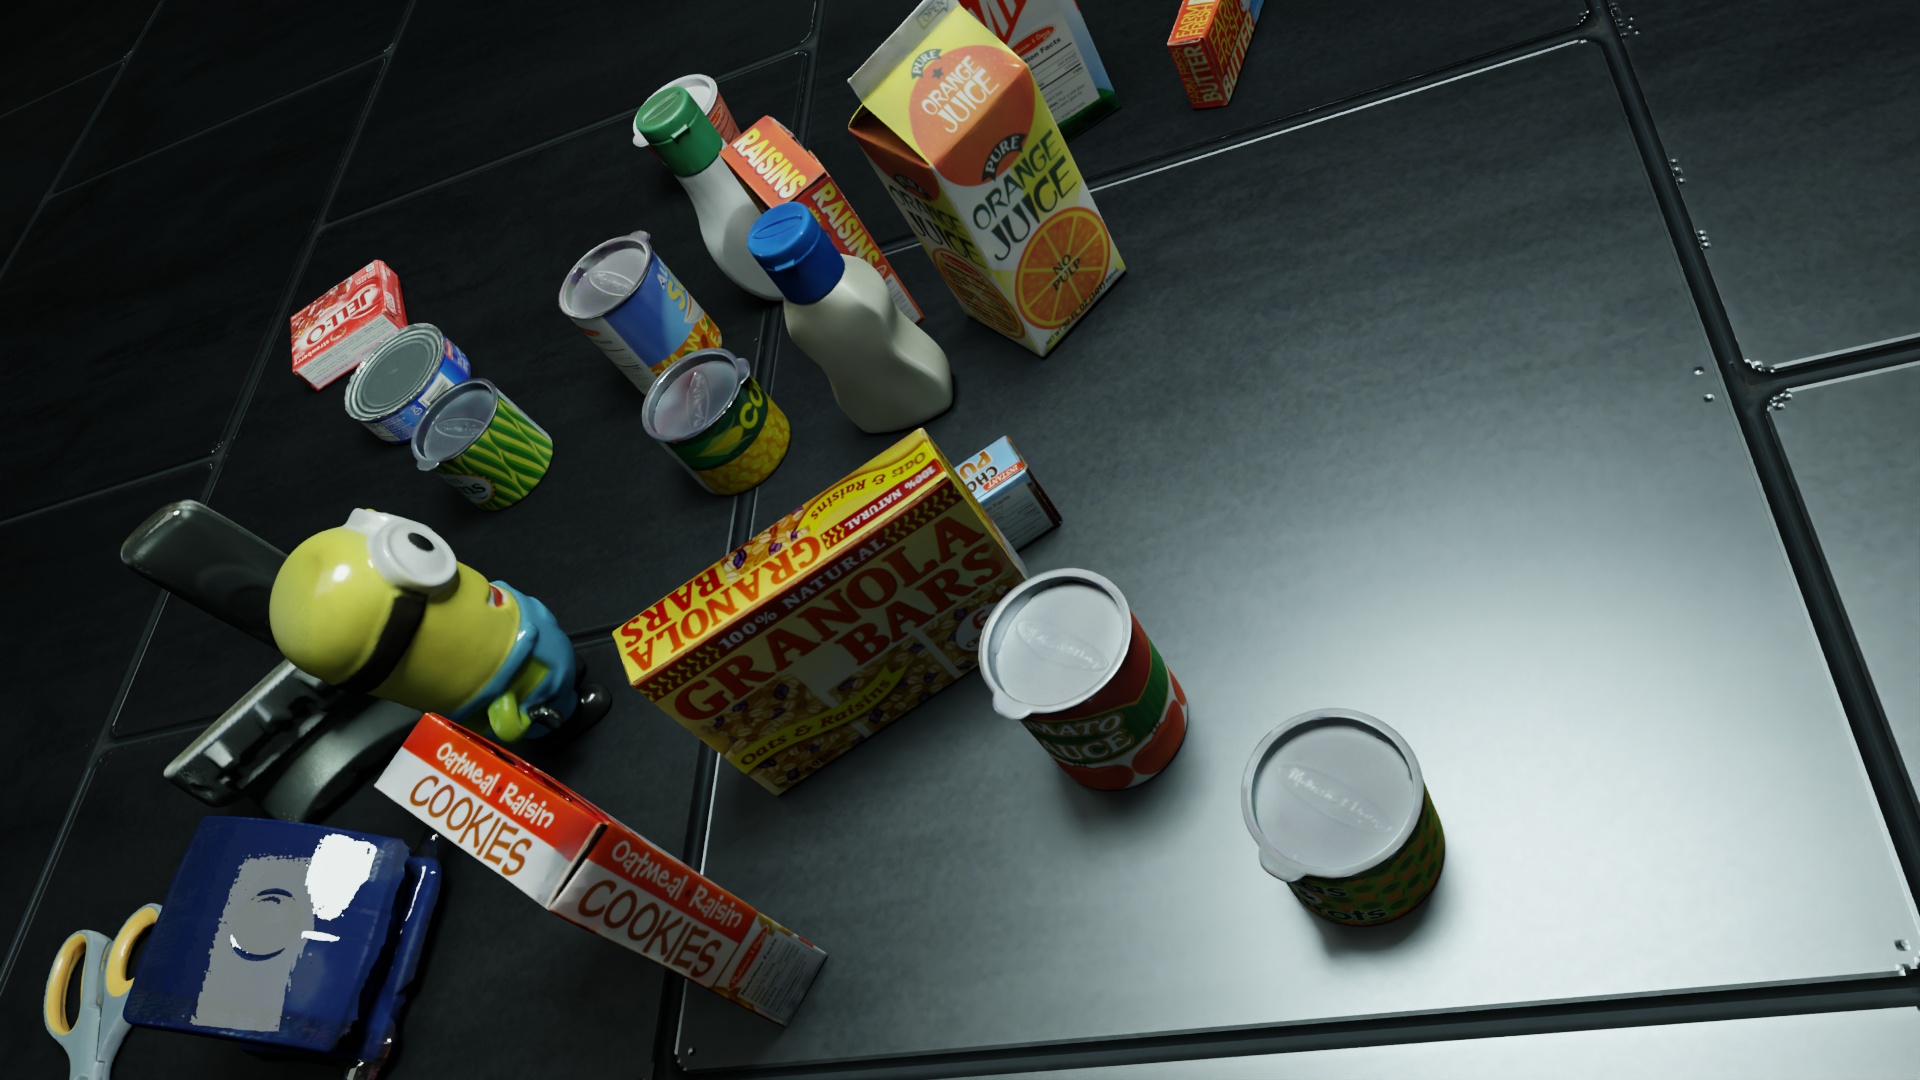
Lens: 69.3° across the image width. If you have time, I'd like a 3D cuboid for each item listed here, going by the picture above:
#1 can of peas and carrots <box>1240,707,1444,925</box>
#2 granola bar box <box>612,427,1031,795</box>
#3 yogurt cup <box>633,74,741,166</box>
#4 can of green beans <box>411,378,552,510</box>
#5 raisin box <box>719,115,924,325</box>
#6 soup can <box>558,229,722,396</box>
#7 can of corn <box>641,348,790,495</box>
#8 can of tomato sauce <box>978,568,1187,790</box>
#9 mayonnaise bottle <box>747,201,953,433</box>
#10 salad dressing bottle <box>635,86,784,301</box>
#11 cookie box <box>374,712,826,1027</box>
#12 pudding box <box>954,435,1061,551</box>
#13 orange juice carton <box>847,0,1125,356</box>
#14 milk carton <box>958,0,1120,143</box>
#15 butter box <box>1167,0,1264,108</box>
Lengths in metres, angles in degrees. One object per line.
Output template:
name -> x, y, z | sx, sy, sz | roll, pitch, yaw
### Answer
can of peas and carrots -> 0.145, 0.108, 0.527 | 0.071, 0.058, 0.071 | -14, 52, 20
granola bar box -> -0.054, 0.038, 0.641 | 0.165, 0.124, 0.039 | -34, 48, 4
yogurt cup -> -0.191, -0.291, 0.995 | 0.072, 0.053, 0.073 | -14, 52, 20
can of green beans -> -0.306, -0.061, 0.892 | 0.071, 0.057, 0.071 | -14, 52, 20
raisin box -> -0.079, -0.177, 0.807 | 0.040, 0.123, 0.086 | -39, 48, -1
soup can -> -0.197, -0.141, 0.872 | 0.071, 0.083, 0.072 | -14, 52, 20
can of corn -> -0.139, -0.069, 0.807 | 0.071, 0.058, 0.071 | -14, 52, 20
can of tomato sauce -> 0.054, 0.063, 0.593 | 0.071, 0.083, 0.071 | -14, 52, 20
mayonnaise bottle -> -0.059, -0.116, 0.737 | 0.064, 0.147, 0.041 | -15, 52, 19
salad dressing bottle -> -0.141, -0.209, 0.848 | 0.064, 0.147, 0.044 | -38, 48, 0
cookie box -> -0.148, 0.141, 0.590 | 0.123, 0.167, 0.040 | 18, 68, 36
pudding box -> 0.002, -0.009, 0.693 | 0.083, 0.049, 0.030 | -33, 48, 4
orange juice carton -> 0.009, -0.190, 0.723 | 0.072, 0.192, 0.073 | -48, 49, -8
milk carton -> 0.019, -0.321, 0.812 | 0.073, 0.190, 0.072 | -32, 49, 5
butter box -> 0.154, -0.311, 0.823 | 0.024, 0.053, 0.104 | 5, 61, 31
